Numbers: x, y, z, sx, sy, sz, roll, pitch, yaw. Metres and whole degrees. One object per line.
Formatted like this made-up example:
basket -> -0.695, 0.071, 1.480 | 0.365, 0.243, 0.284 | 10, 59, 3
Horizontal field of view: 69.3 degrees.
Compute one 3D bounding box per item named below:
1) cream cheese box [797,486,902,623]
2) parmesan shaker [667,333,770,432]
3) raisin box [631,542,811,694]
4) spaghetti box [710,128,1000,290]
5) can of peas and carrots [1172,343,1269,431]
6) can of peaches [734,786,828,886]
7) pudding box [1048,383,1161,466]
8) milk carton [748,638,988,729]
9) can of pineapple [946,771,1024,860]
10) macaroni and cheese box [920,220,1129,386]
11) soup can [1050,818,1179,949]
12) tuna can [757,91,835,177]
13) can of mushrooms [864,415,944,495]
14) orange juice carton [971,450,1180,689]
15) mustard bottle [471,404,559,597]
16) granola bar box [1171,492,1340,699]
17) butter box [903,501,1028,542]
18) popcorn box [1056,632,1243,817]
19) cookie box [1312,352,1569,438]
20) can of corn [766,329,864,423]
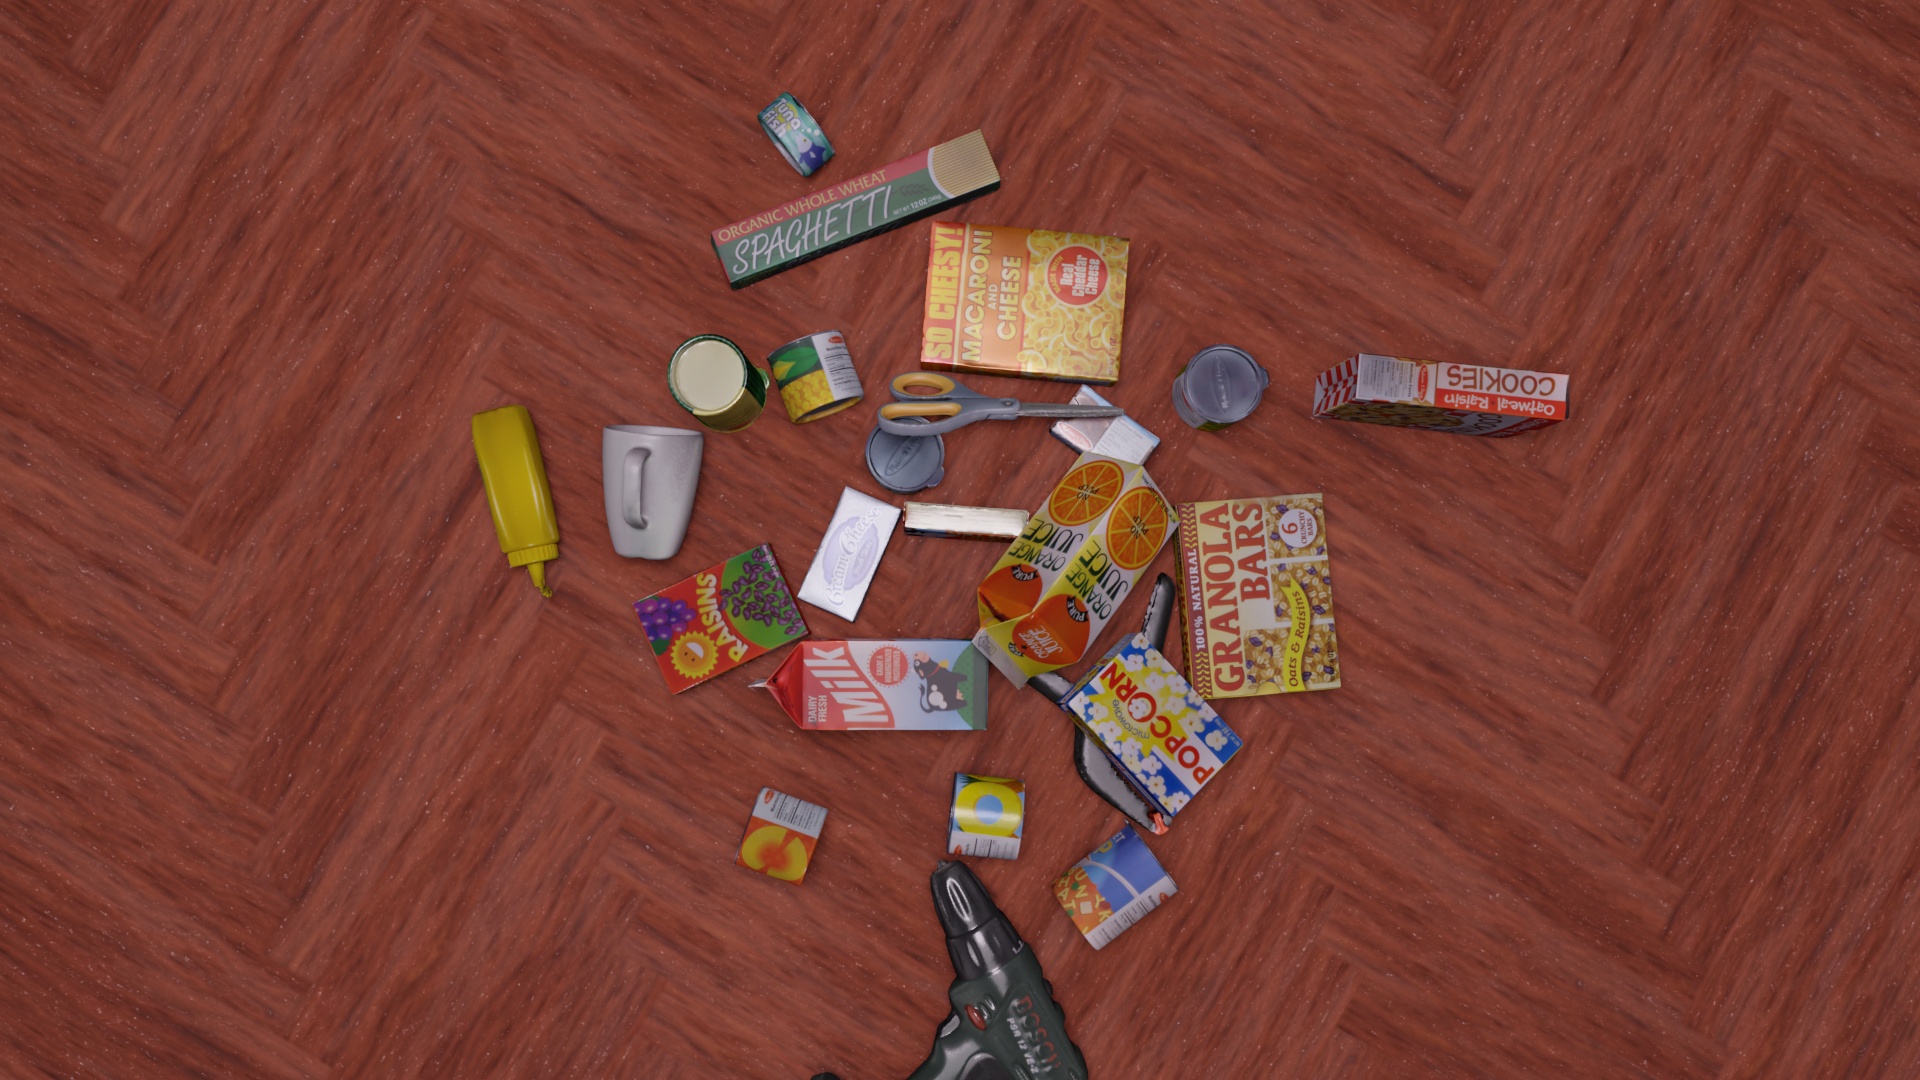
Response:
cream cheese box -> -0.093, 0.012, 1.167 | 0.053, 0.024, 0.104 | 23, 86, 2
parmesan shaker -> -0.195, -0.129, 1.133 | 0.071, 0.103, 0.071 | 0, 87, -1
raisin box -> -0.198, 0.064, 1.154 | 0.123, 0.040, 0.086 | -25, 88, -4
spaghetti box -> -0.089, -0.281, 1.183 | 0.250, 0.028, 0.050 | -22, 87, -3
can of peas and carrots -> 0.217, -0.128, 1.165 | 0.071, 0.058, 0.071 | 0, 87, -2
can of peaches -> -0.146, 0.243, 1.131 | 0.058, 0.071, 0.071 | 19, 87, -1
pudding box -> 0.122, -0.088, 1.175 | 0.084, 0.030, 0.049 | 36, 88, 1
milk carton -> -0.074, 0.116, 1.136 | 0.191, 0.072, 0.073 | 0, 87, -1
can of pineapple -> 0.020, 0.224, 1.135 | 0.058, 0.071, 0.071 | 6, 87, -1
macaroni and cheese box -> 0.053, -0.199, 1.175 | 0.166, 0.040, 0.123 | 5, 87, -1
soup can -> 0.124, 0.281, 1.135 | 0.084, 0.071, 0.071 | -36, 88, -3
tuna can -> -0.139, -0.341, 1.164 | 0.033, 0.071, 0.071 | -40, 88, -2
can of mushrooms -> -0.045, -0.070, 1.168 | 0.071, 0.033, 0.071 | 0, 86, -2
orange juice carton -> 0.085, 0.026, 1.115 | 0.193, 0.073, 0.071 | -52, 127, -15
mustard bottle -> -0.362, -0.030, 1.145 | 0.049, 0.065, 0.160 | -13, 91, -6
granola bar box -> 0.246, 0.046, 1.164 | 0.124, 0.039, 0.165 | -5, 86, -1
butter box -> 0.004, -0.014, 1.156 | 0.103, 0.053, 0.024 | 4, 84, -2
popcorn box -> 0.153, 0.148, 1.118 | 0.085, 0.038, 0.126 | -43, 91, -11
cookie box -> 0.389, -0.116, 1.136 | 0.167, 0.123, 0.040 | 6, 88, -1
can of corn -> -0.122, -0.135, 1.156 | 0.071, 0.071, 0.058 | -21, 88, -2
